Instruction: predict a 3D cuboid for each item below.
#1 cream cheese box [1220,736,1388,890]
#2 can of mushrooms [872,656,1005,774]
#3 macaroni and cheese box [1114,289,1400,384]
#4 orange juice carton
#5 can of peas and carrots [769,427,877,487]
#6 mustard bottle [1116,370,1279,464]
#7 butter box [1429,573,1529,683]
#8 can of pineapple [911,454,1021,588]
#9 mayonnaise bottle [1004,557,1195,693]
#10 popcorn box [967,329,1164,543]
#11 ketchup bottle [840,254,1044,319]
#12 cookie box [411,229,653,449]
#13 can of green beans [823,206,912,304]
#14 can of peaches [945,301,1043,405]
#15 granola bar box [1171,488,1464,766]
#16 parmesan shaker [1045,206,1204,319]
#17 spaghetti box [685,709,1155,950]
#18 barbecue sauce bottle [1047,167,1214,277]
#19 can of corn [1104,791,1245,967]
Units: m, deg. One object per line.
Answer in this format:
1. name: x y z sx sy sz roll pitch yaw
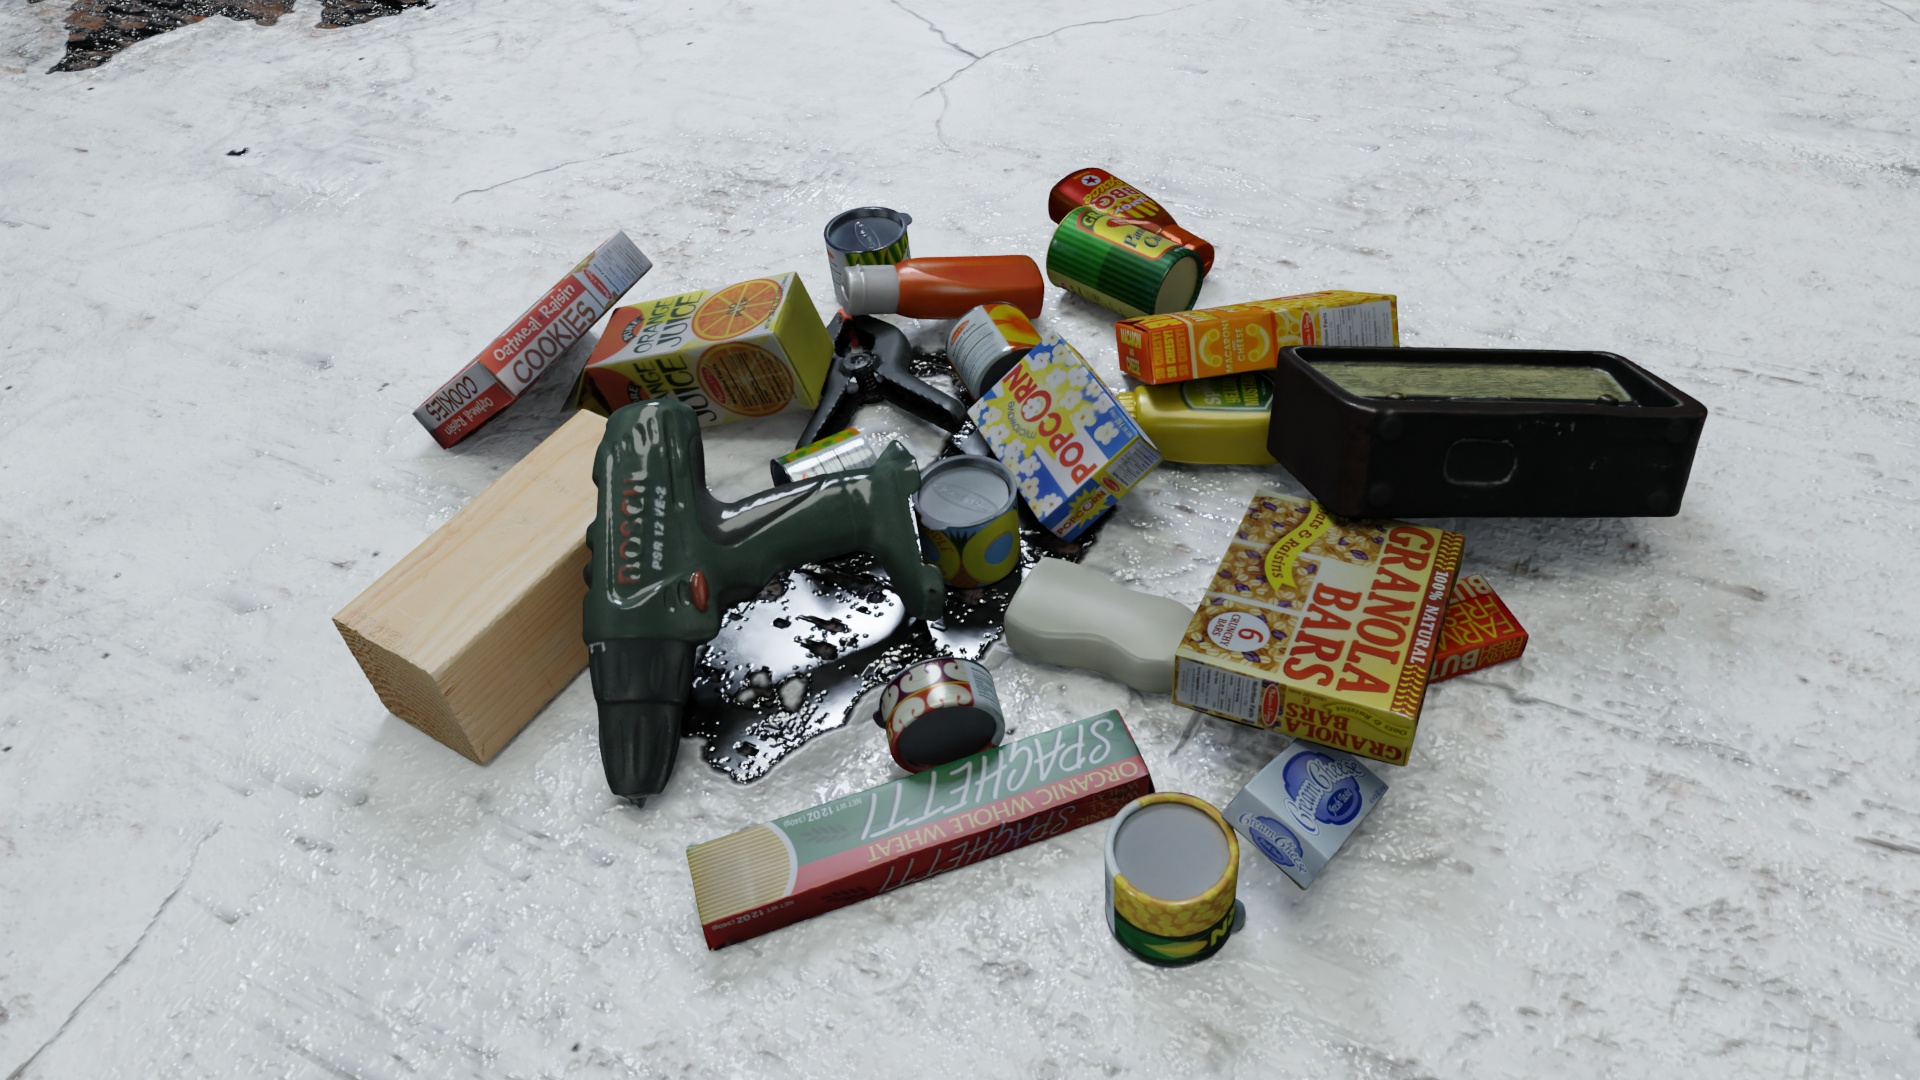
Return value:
1. cream cheese box: 0.175 0.132 0.700 0.053 0.024 0.104 41 29 18
2. can of mushrooms: -0.012 0.099 0.768 0.071 0.070 0.033 -13 46 -6
3. macaroni and cheese box: 0.200 -0.143 0.961 0.166 0.040 0.124 -8 12 -2
4. orange juice carton: -0.196 -0.128 1.000 0.192 0.072 0.072 -7 44 19
5. can of peas and carrots: -0.085 -0.034 0.912 0.059 0.070 0.071 -24 47 -17
6. mustard bottle: 0.156 -0.082 0.940 0.160 0.048 0.066 -2 40 5
7. butter box: 0.268 0.056 0.805 0.104 0.024 0.053 -14 44 -7
8. can of pineapple: 0.003 -0.011 0.882 0.071 0.057 0.071 -4 45 4
9. mayonnaise bottle: 0.103 0.058 0.813 0.148 0.041 0.065 19 50 22
10. popcorn box: 0.067 -0.070 0.921 0.085 0.038 0.127 -43 46 13
11. ketchup bottle: -0.015 -0.191 1.052 0.149 0.043 0.065 -4 35 -16
12. cookie box: -0.315 -0.147 1.027 0.122 0.040 0.168 -21 28 46
13. can of green beans: -0.072 -0.223 1.104 0.071 0.057 0.071 -4 45 4
14. can of peaches: 0.032 -0.127 0.990 0.071 0.071 0.058 -19 46 -11
15. granola bar box: 0.200 0.042 0.765 0.124 0.038 0.166 14 39 20
16. parmesan shaker: 0.127 -0.207 1.059 0.103 0.071 0.071 31 56 32
17. spaghetti box: -0.020 0.152 0.742 0.250 0.028 0.050 -17 46 -9
18. barbecue sauce bottle: 0.139 -0.251 1.117 0.065 0.043 0.149 -29 49 -25
19. can of corn: 0.107 0.168 0.689 0.071 0.058 0.071 -4 45 4
